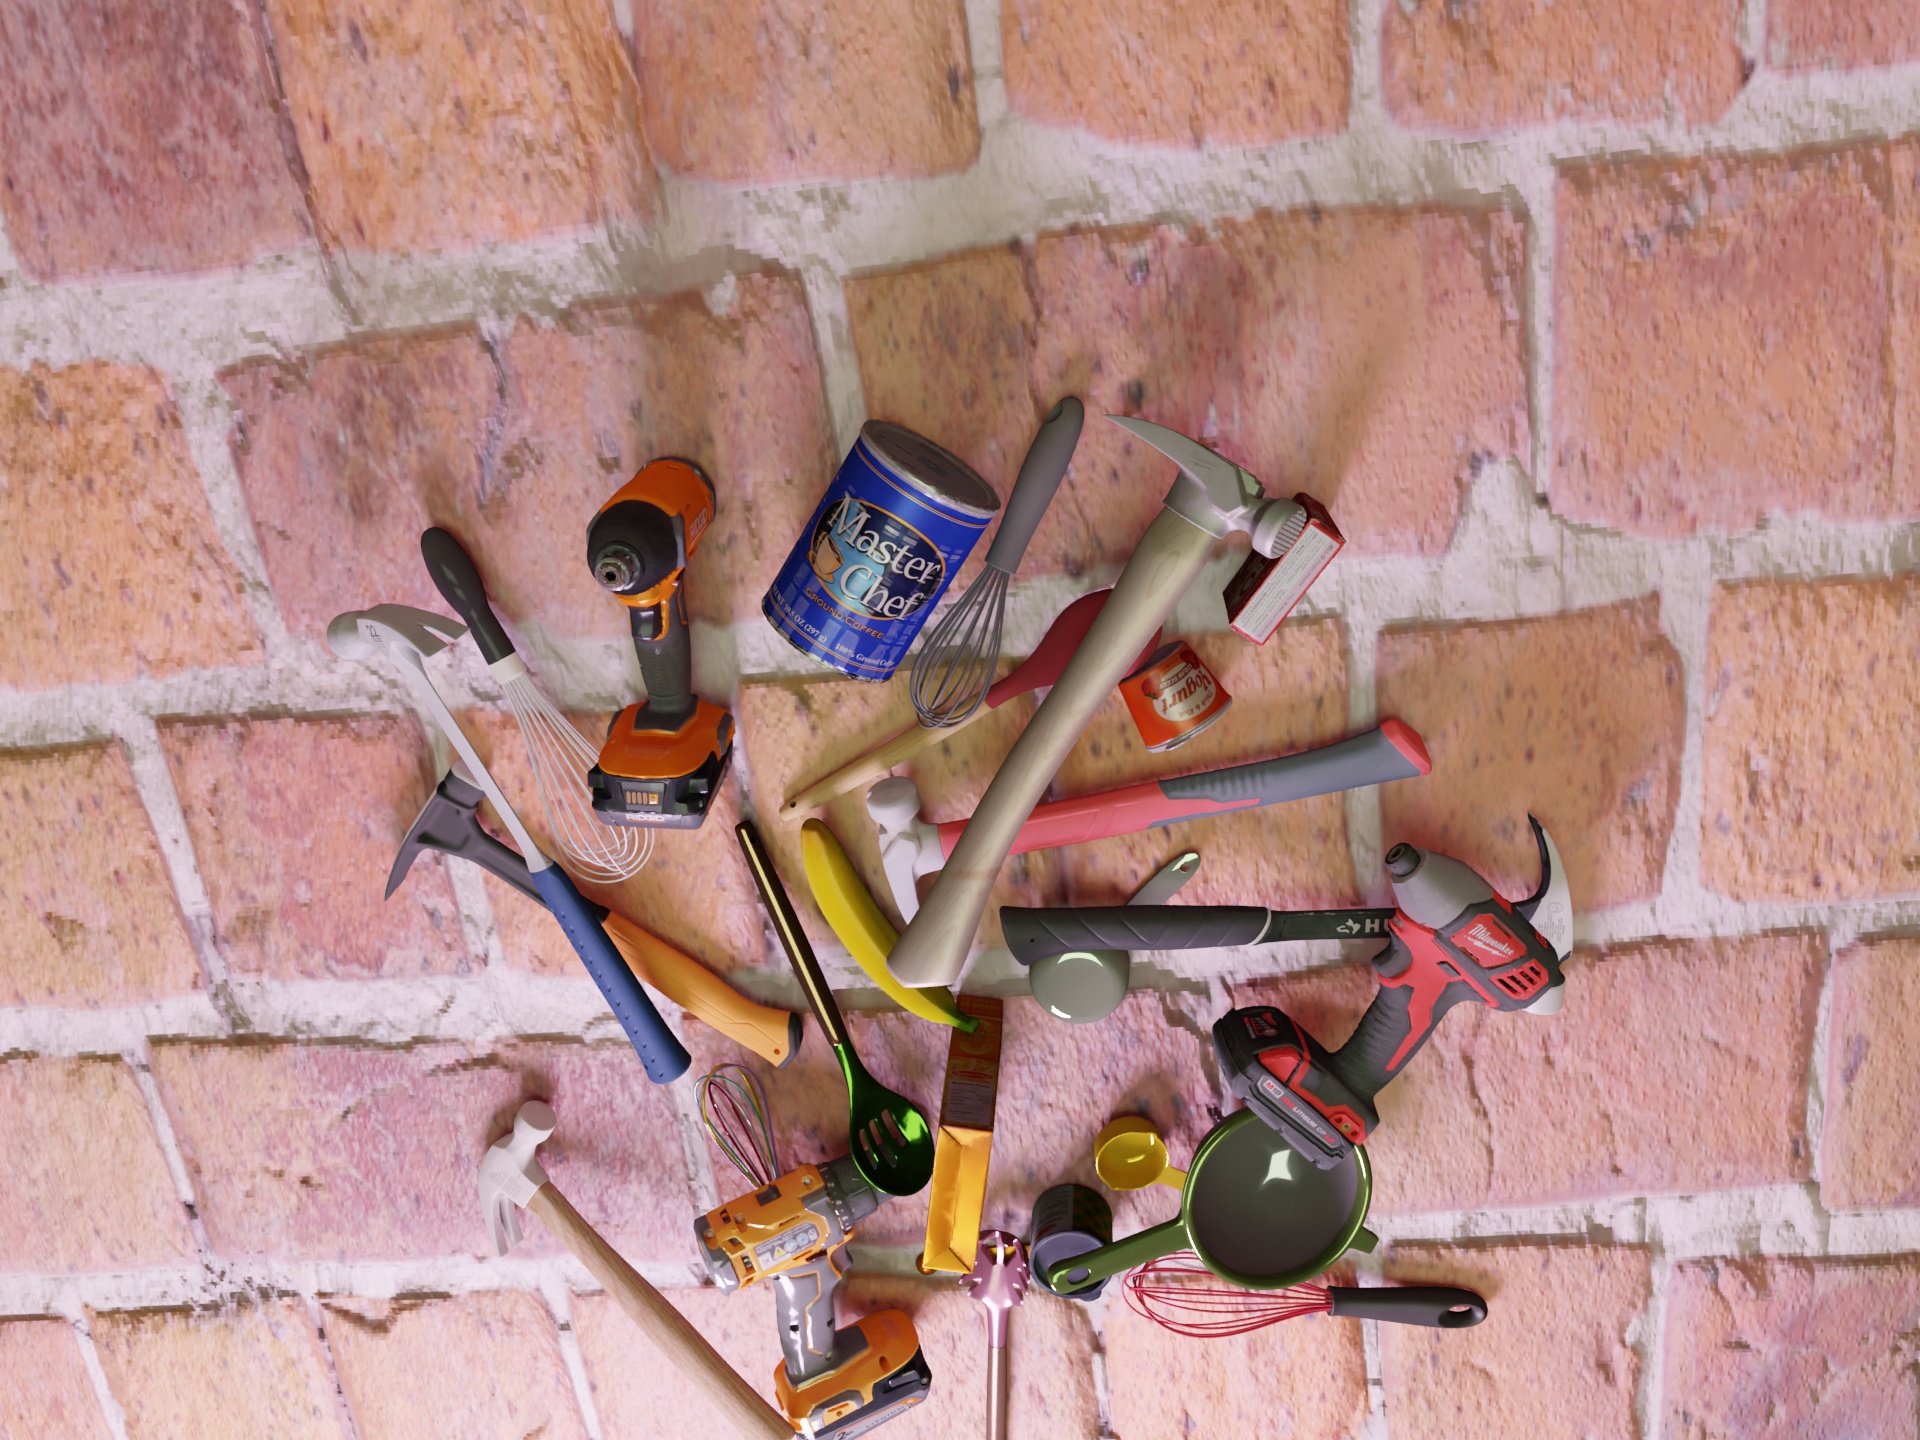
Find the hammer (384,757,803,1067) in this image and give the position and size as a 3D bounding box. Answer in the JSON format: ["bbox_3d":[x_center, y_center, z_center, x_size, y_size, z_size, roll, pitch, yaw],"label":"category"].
[{"bbox_3d":[-0.269,0.168,1.208,0.336,0.034,0.127,34,110,-8],"label":"hammer"}]

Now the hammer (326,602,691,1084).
[{"bbox_3d":[-0.299,0.095,1.120,0.144,0.035,0.405,-2,123,48],"label":"hammer"}]

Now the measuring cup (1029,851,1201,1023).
[{"bbox_3d":[0.117,0.159,1.165,0.083,0.038,0.167,39,112,-10],"label":"measuring cup"}]

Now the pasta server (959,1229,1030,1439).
[{"bbox_3d":[0.029,0.541,1.320,0.060,0.040,0.316,6,115,12],"label":"pasta server"}]

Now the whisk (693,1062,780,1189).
[{"bbox_3d":[-0.156,0.377,1.276,0.051,0.047,0.244,-16,112,10],"label":"whisk"}]

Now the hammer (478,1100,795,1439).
[{"bbox_3d":[-0.260,0.458,1.264,0.331,0.031,0.130,41,116,12],"label":"hammer"}]

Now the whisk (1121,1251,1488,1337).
[{"bbox_3d":[0.274,0.459,1.263,0.296,0.073,0.073,5,112,-3],"label":"whisk"}]

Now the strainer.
[{"bbox_3d":[0.181,0.366,1.203,0.256,0.069,0.151,-19,104,-6],"label":"strainer"}]

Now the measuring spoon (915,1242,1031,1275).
[{"bbox_3d":[0.020,0.442,1.300,0.117,0.011,0.021,-8,110,8],"label":"measuring spoon"}]

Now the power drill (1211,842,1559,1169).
[{"bbox_3d":[0.285,0.189,1.092,0.143,0.079,0.219,42,102,-14],"label":"power drill"}]

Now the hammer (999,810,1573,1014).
[{"bbox_3d":[0.232,0.142,1.131,0.409,0.036,0.149,-1,110,-1],"label":"hammer"}]

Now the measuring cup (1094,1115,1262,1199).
[{"bbox_3d":[0.174,0.354,1.250,0.156,0.029,0.062,25,111,-17],"label":"measuring cup"}]

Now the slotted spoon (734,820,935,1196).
[{"bbox_3d":[-0.100,0.218,1.198,0.031,0.070,0.313,-12,105,51],"label":"slotted spoon"}]

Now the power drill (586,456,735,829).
[{"bbox_3d":[-0.204,-0.045,1.050,0.084,0.164,0.226,3,114,4],"label":"power drill"}]

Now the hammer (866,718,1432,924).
[{"bbox_3d":[0.137,0.073,1.126,0.386,0.038,0.143,-11,122,7],"label":"hammer"}]

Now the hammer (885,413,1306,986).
[{"bbox_3d":[0.056,0.000,1.050,0.146,0.038,0.410,38,106,25],"label":"hammer"}]

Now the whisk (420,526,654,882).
[{"bbox_3d":[-0.307,-0.009,1.132,0.070,0.070,0.284,-25,102,14],"label":"whisk"}]

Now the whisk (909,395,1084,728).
[{"bbox_3d":[0.027,-0.102,1.051,0.055,0.055,0.239,24,98,-4],"label":"whisk"}]

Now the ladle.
[{"bbox_3d":[-0.002,-0.004,1.114,0.315,0.031,0.069,-29,62,20],"label":"ladle"}]

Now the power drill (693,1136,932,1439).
[{"bbox_3d":[-0.091,0.448,1.265,0.185,0.084,0.226,-24,112,-15],"label":"power drill"}]
